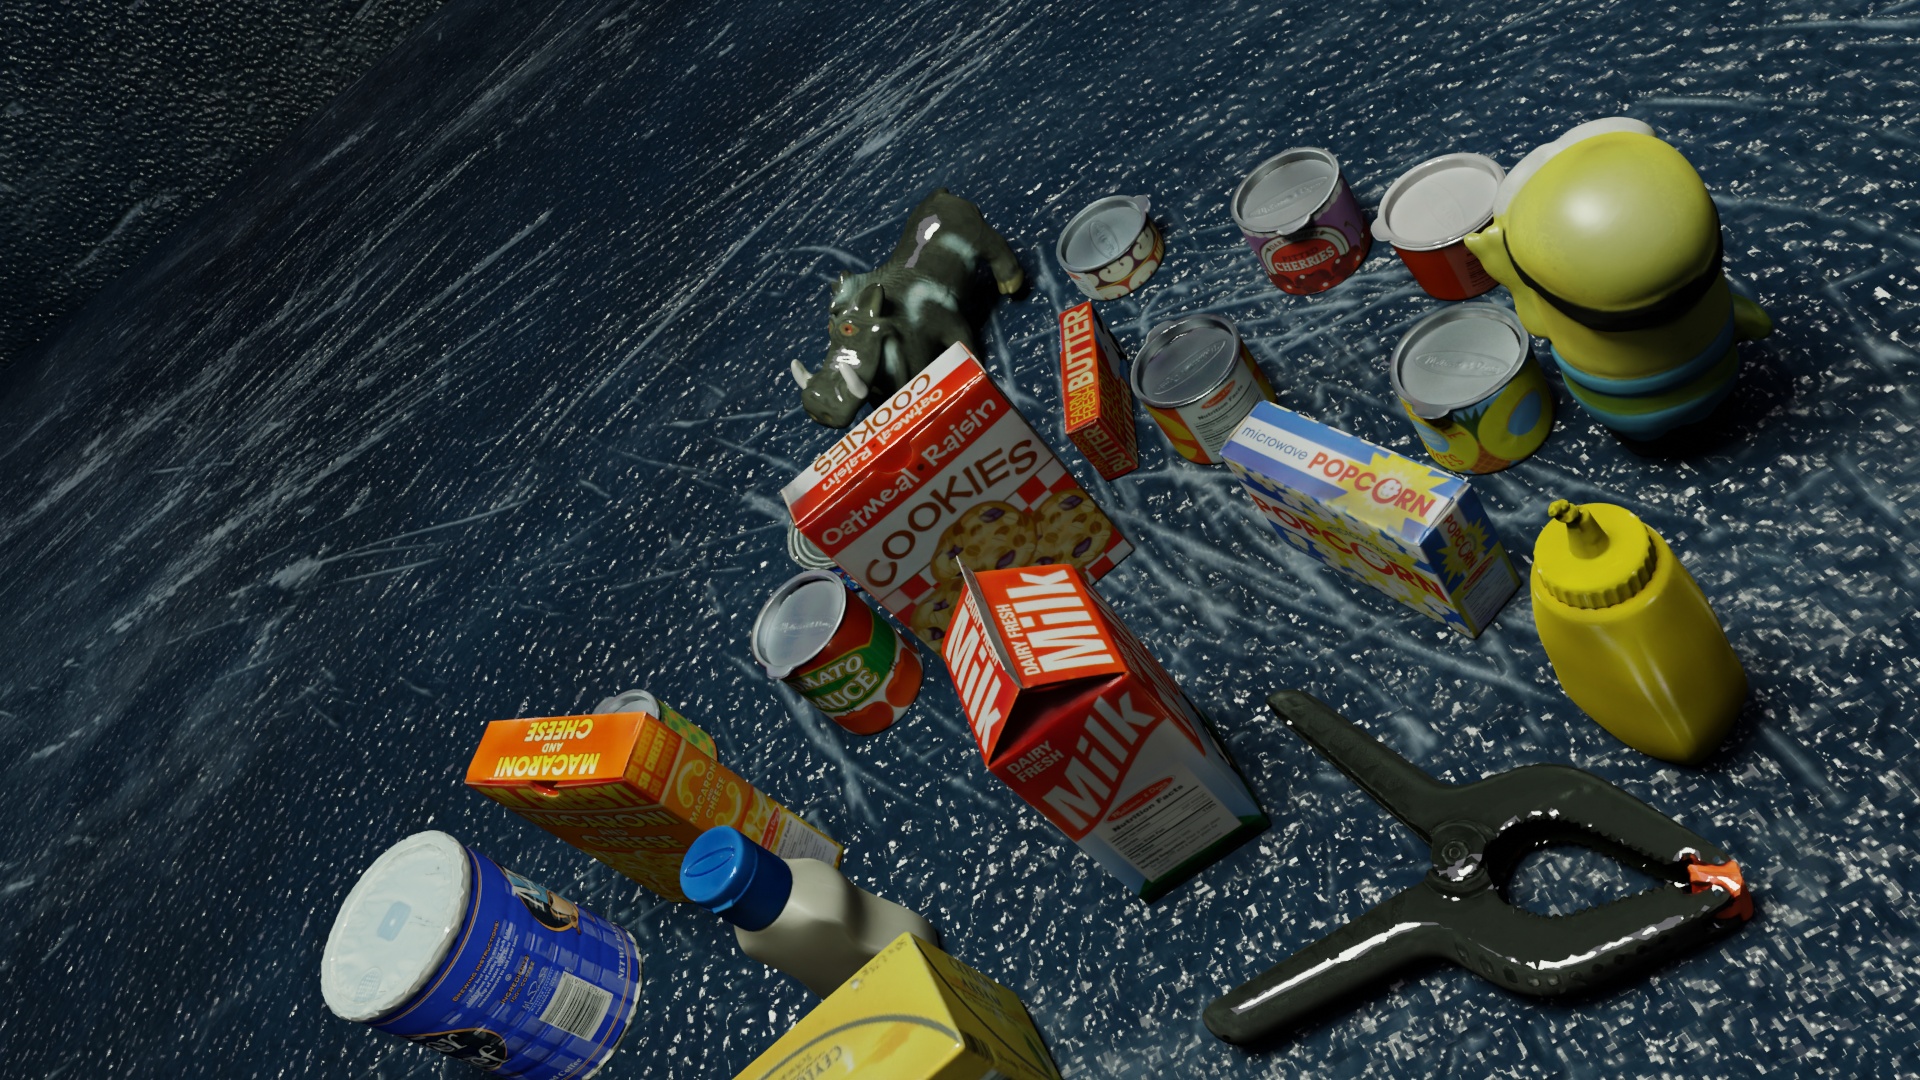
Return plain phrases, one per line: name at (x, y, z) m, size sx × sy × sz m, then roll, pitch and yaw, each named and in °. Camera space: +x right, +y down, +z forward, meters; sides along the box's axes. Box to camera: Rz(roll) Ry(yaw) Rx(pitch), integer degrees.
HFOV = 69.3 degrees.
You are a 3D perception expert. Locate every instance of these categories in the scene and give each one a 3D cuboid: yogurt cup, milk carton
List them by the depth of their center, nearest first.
milk carton at (0.057, 0.080, 0.615) m, size 0.073 × 0.190 × 0.072 m, roll -36°, pitch 42°, yaw 10°
yogurt cup at (0.269, -0.168, 0.756) m, size 0.072 × 0.054 × 0.073 m, roll -21°, pitch 46°, yaw 24°

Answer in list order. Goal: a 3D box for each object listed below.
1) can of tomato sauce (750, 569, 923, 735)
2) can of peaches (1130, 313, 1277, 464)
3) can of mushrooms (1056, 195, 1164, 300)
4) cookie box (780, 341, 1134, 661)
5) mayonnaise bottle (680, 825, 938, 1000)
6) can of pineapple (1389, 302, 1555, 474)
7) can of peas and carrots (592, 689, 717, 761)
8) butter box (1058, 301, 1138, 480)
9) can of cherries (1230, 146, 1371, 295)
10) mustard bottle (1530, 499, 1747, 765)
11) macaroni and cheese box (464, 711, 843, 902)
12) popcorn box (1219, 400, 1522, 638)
can of tomato sauce at (-0.070, 0.068, 0.808) m, size 0.071 × 0.083 × 0.071 m, roll -21°, pitch 46°, yaw 24°
can of peaches at (0.138, -0.087, 0.789) m, size 0.071 × 0.058 × 0.071 m, roll -21°, pitch 46°, yaw 24°
can of mushrooms at (0.102, -0.196, 0.928) m, size 0.071 × 0.033 × 0.071 m, roll -21°, pitch 46°, yaw 24°
cookie box at (0.003, -0.009, 0.750) m, size 0.123 × 0.167 × 0.040 m, roll -40°, pitch 41°, yaw 5°
mayonnaise bottle at (-0.072, 0.182, 0.665) m, size 0.064 × 0.147 × 0.041 m, roll -27°, pitch 44°, yaw 19°
can of pineapple at (0.252, -0.073, 0.687) m, size 0.071 × 0.057 × 0.071 m, roll -21°, pitch 46°, yaw 24°
can of peas and carrots at (-0.197, 0.135, 0.871) m, size 0.071 × 0.058 × 0.071 m, roll -21°, pitch 46°, yaw 24°
butter box at (0.083, -0.091, 0.841) m, size 0.024 × 0.053 × 0.104 m, roll -21°, pitch 46°, yaw 24°
can of cherries at (0.202, -0.186, 0.821) m, size 0.071 × 0.058 × 0.072 m, roll -21°, pitch 46°, yaw 24°
mustard bottle at (0.251, 0.029, 0.526) m, size 0.049 × 0.160 × 0.065 m, roll -50°, pitch 41°, yaw -7°
macaroni and cheese box at (-0.162, 0.150, 0.749) m, size 0.123 × 0.166 × 0.040 m, roll -8°, pitch 52°, yaw 34°
popcorn box at (0.193, -0.012, 0.663) m, size 0.038 × 0.085 × 0.127 m, roll -50°, pitch 41°, yaw -6°
